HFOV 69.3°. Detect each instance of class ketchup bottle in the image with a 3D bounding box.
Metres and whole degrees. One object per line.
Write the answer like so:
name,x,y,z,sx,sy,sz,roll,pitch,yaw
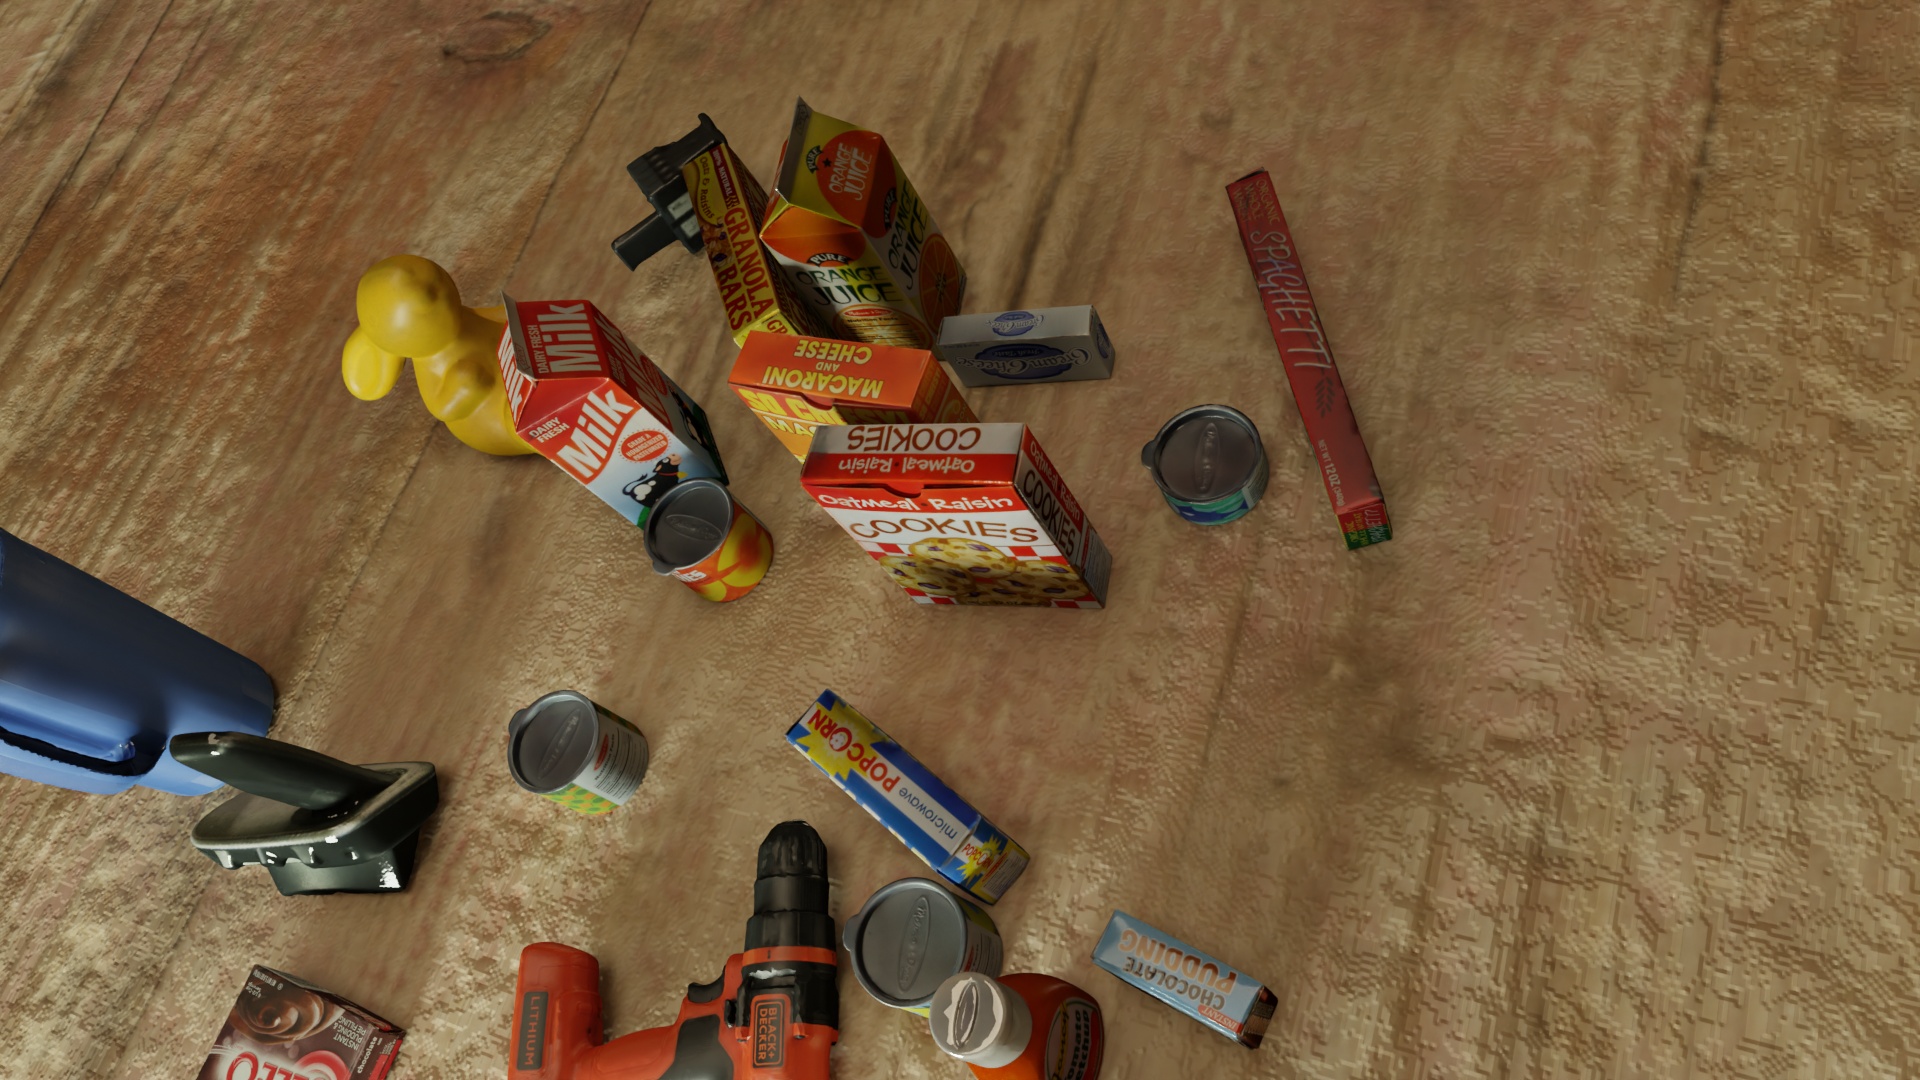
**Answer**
ketchup bottle,0.028,0.235,0.659,0.043,0.148,0.065,3,66,24

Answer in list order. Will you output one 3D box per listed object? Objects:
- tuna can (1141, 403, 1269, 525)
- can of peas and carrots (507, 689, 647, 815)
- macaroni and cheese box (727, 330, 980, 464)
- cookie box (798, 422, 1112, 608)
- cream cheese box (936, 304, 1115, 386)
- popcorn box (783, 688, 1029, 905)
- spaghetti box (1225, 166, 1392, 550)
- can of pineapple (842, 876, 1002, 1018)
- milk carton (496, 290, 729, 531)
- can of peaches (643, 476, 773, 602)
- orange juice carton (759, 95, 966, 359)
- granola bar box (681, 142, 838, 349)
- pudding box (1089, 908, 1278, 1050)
tuna can,0.145,-0.044,0.822,0.071,0.032,0.071,-10,61,18
can of peas and carrots,-0.243,0.134,0.877,0.071,0.058,0.071,-10,61,18
macaroni and cheese box,-0.045,-0.059,0.829,0.124,0.166,0.040,10,70,27
cookie box,0.003,-0.010,0.784,0.123,0.167,0.040,1,65,23
cream cheese box,0.043,-0.124,0.894,0.104,0.053,0.024,-1,65,22
popcorn box,-0.029,0.142,0.768,0.127,0.085,0.038,35,82,32
spaghetti box,0.204,-0.113,0.822,0.028,0.050,0.251,-18,59,14
can of pineapple,-0.018,0.218,0.741,0.071,0.057,0.071,-10,61,18
milk carton,-0.236,-0.088,0.910,0.073,0.190,0.072,-29,57,8
can of peaches,-0.166,0.002,0.913,0.071,0.058,0.071,-10,61,18
orange juice carton,-0.067,-0.194,0.892,0.073,0.192,0.072,0,65,23
granola bar box,-0.128,-0.172,0.947,0.039,0.124,0.166,-27,57,9
pudding box,0.111,0.218,0.691,0.084,0.049,0.030,21,74,30
